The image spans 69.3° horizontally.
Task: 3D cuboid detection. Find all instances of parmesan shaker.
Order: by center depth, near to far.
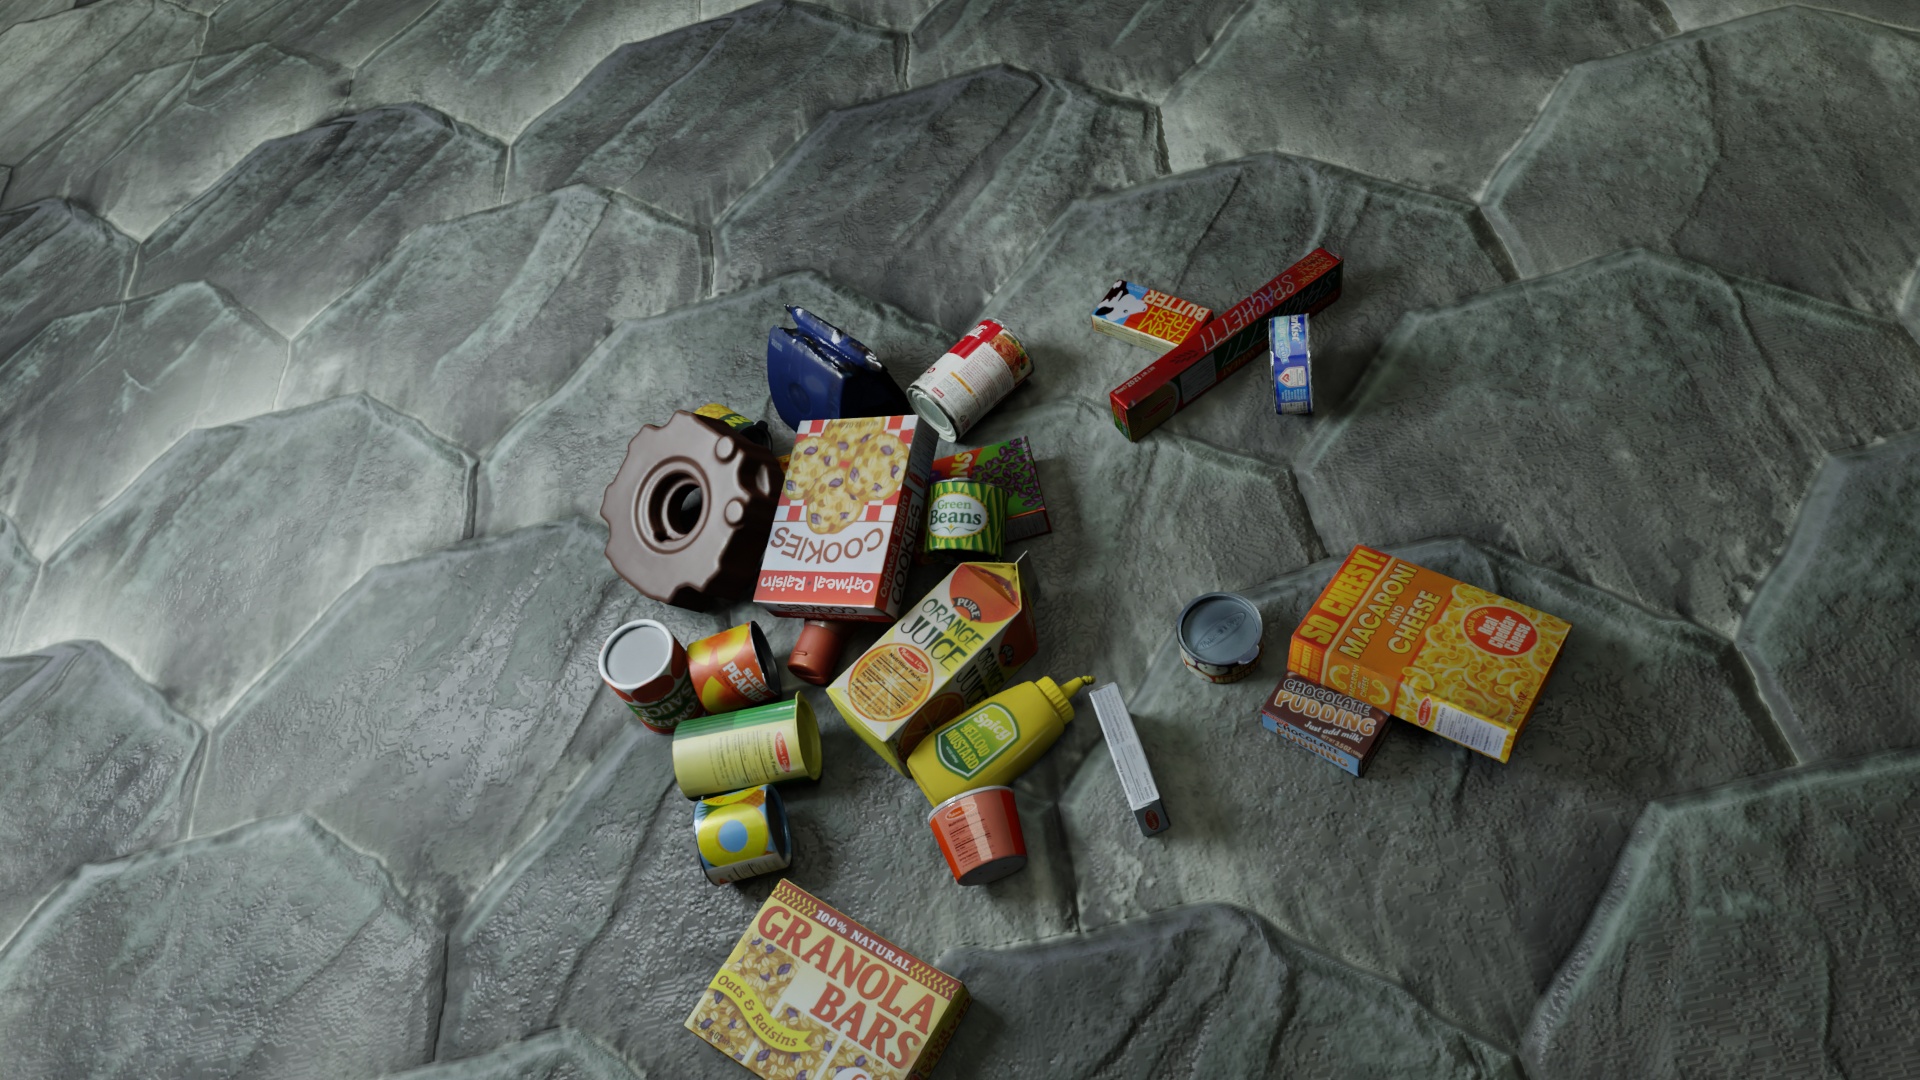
[{"bbox_3d":[-0.169,0.164,1.104,0.103,0.071,0.071,-11,54,8],"label":"parmesan shaker"}]

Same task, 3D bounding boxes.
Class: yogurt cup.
[{"bbox_3d":[0.015,0.219,1.022,0.072,0.072,0.054,-21,62,0],"label":"yogurt cup"}]

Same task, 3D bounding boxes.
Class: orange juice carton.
[{"bbox_3d":[-0.007,0.089,1.111,0.193,0.071,0.073,-43,57,-15],"label":"orange juice carton"}]

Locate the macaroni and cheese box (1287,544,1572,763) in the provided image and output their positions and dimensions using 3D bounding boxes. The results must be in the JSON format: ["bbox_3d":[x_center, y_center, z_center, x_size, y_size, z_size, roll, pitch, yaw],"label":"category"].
[{"bbox_3d":[0.345,0.079,1.026,0.166,0.040,0.124,23,48,28],"label":"macaroni and cheese box"}]

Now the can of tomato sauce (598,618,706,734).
[{"bbox_3d":[-0.252,0.115,1.150,0.071,0.082,0.071,-7,55,10],"label":"can of tomato sauce"}]

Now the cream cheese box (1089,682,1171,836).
[{"bbox_3d":[0.126,0.162,1.036,0.024,0.053,0.104,-20,53,3],"label":"cream cheese box"}]

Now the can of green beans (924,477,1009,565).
[{"bbox_3d":[0.005,-0.014,1.140,0.071,0.071,0.058,1,76,16],"label":"can of green beans"}]

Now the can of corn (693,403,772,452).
[{"bbox_3d":[-0.217,-0.090,1.292,0.058,0.071,0.071,28,67,30],"label":"can of corn"}]

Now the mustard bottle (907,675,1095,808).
[{"bbox_3d":[0.037,0.147,1.073,0.160,0.048,0.065,-35,57,-10],"label":"mustard bottle"}]

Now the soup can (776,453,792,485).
[{"bbox_3d":[-0.119,-0.052,1.239,0.084,0.071,0.071,-15,54,5],"label":"soup can"}]

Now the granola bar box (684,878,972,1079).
[{"bbox_3d":[-0.094,0.334,0.985,0.166,0.039,0.125,22,64,26],"label":"granola bar box"}]

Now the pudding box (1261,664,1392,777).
[{"bbox_3d":[0.273,0.132,1.033,0.084,0.030,0.050,28,65,29],"label":"pudding box"}]

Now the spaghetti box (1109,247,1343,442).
[{"bbox_3d":[0.240,-0.176,1.243,0.250,0.050,0.029,-35,56,-11],"label":"spaghetti box"}]

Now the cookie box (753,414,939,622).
[{"bbox_3d":[-0.093,-0.018,1.147,0.123,0.040,0.168,0,68,31],"label":"cookie box"}]

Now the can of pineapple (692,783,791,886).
[{"bbox_3d":[-0.167,0.223,1.063,0.058,0.070,0.071,-15,54,3],"label":"can of pineapple"}]

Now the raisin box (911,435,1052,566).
[{"bbox_3d":[0.010,-0.034,1.212,0.123,0.040,0.086,-15,55,5],"label":"raisin box"}]

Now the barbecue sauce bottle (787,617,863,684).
[{"bbox_3d":[-0.102,0.050,1.180,0.065,0.043,0.149,5,58,31],"label":"barbecue sauce bottle"}]

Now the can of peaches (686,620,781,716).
[{"bbox_3d":[-0.187,0.108,1.148,0.058,0.071,0.071,-20,54,2],"label":"can of peaches"}]

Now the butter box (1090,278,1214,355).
[{"bbox_3d":[0.179,-0.205,1.294,0.103,0.024,0.053,25,66,28],"label":"butter box"}]

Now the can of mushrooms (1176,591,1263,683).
[{"bbox_3d":[0.205,0.078,1.087,0.071,0.033,0.071,-7,54,10],"label":"can of mushrooms"}]
